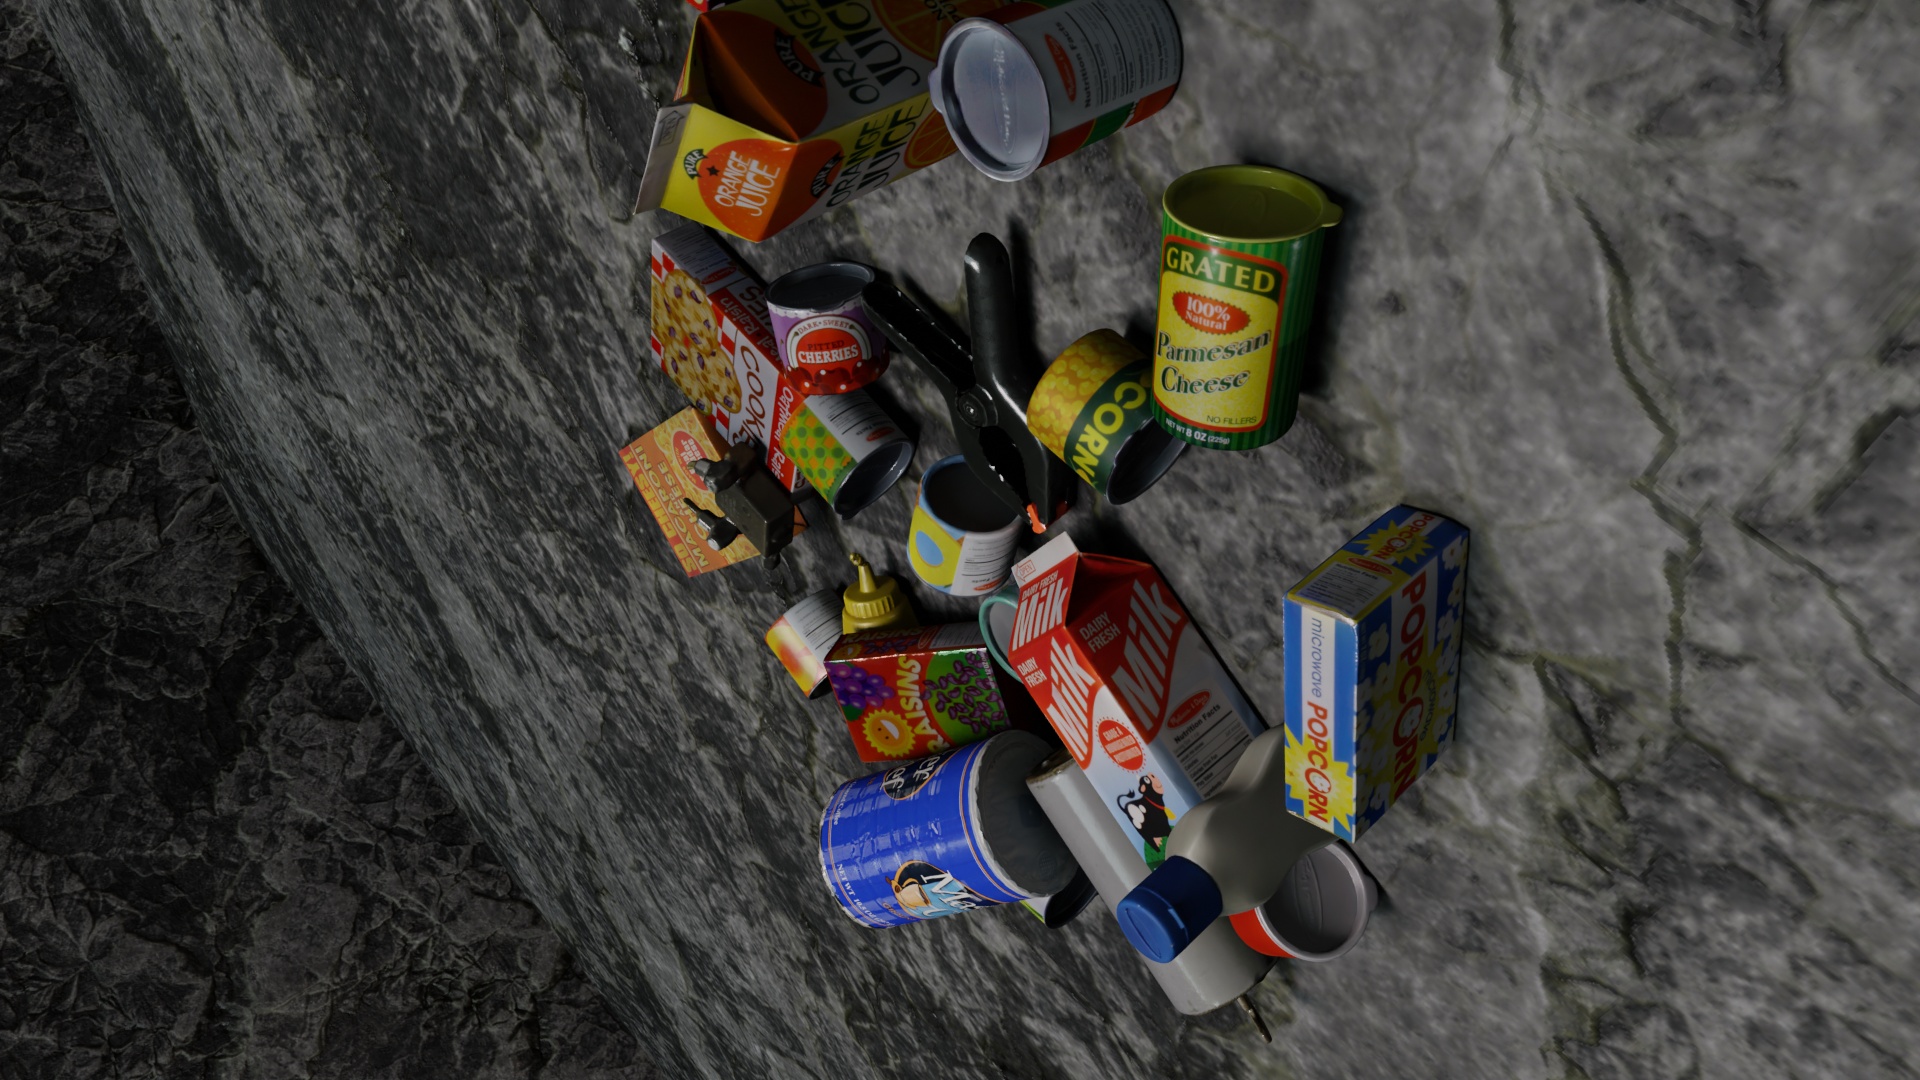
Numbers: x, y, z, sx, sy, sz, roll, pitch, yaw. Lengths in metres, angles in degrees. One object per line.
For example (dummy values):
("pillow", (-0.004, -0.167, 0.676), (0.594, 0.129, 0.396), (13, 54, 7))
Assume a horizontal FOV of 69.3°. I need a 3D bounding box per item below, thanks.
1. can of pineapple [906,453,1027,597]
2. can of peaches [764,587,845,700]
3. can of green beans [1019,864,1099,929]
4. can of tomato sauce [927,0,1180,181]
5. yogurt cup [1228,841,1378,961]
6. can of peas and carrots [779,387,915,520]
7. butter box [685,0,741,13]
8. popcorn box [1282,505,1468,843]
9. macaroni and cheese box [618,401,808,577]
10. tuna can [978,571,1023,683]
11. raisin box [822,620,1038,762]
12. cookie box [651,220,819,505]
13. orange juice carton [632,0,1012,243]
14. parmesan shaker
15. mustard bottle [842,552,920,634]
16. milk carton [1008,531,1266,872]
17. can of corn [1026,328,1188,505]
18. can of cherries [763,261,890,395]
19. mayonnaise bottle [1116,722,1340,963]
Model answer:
("can of pineapple", (0.003, -0.010, 0.820), (0.071, 0.071, 0.057), (43, 145, 23))
("can of peaches", (-0.105, 0.078, 1.047), (0.058, 0.071, 0.071), (51, 148, 11))
("can of green beans", (0.060, 0.219, 0.943), (0.058, 0.071, 0.071), (35, 142, 33))
("can of tomato sauce", (0.040, -0.197, 0.586), (0.071, 0.083, 0.070), (34, 142, 33))
("yogurt cup", (0.181, 0.197, 0.760), (0.072, 0.072, 0.053), (52, 156, 9))
("can of peas and carrots", (-0.073, -0.058, 0.882), (0.059, 0.071, 0.070), (47, 147, 17))
("butter box", (-0.117, -0.329, 0.718), (0.024, 0.053, 0.103), (40, 144, 23))
("popcorn box", (0.182, 0.059, 0.613), (0.038, 0.085, 0.126), (24, 135, 41))
("macaroni and cheese box", (-0.198, -0.041, 1.096), (0.166, 0.040, 0.123), (-16, 104, 57))
("tuna can", (0.043, 0.053, 0.851), (0.071, 0.033, 0.070), (34, 142, 32))
("raisin box", (-0.020, 0.101, 0.928), (0.123, 0.040, 0.085), (-8, 115, 26))
("cookie box", (-0.148, -0.120, 0.957), (0.168, 0.040, 0.122), (46, 149, 18))
("orange juice carton", (-0.061, -0.198, 0.621), (0.073, 0.193, 0.071), (53, 147, 6))
("parmesan shaker", (0.118, -0.096, 0.586), (0.071, 0.071, 0.102), (33, 141, 34))
("mustard bottle", (-0.051, 0.076, 0.988), (0.065, 0.049, 0.159), (15, 128, 43))
("milk carton", (0.095, 0.084, 0.768), (0.190, 0.074, 0.072), (56, 149, 3))
("can of corn", (0.073, -0.061, 0.674), (0.058, 0.071, 0.070), (43, 146, 23))
("can of cherries", (-0.079, -0.125, 0.828), (0.071, 0.072, 0.058), (26, 137, 41))
("mayonnaise bottle", (0.139, 0.151, 0.694), (0.065, 0.149, 0.041), (56, 148, 2))
